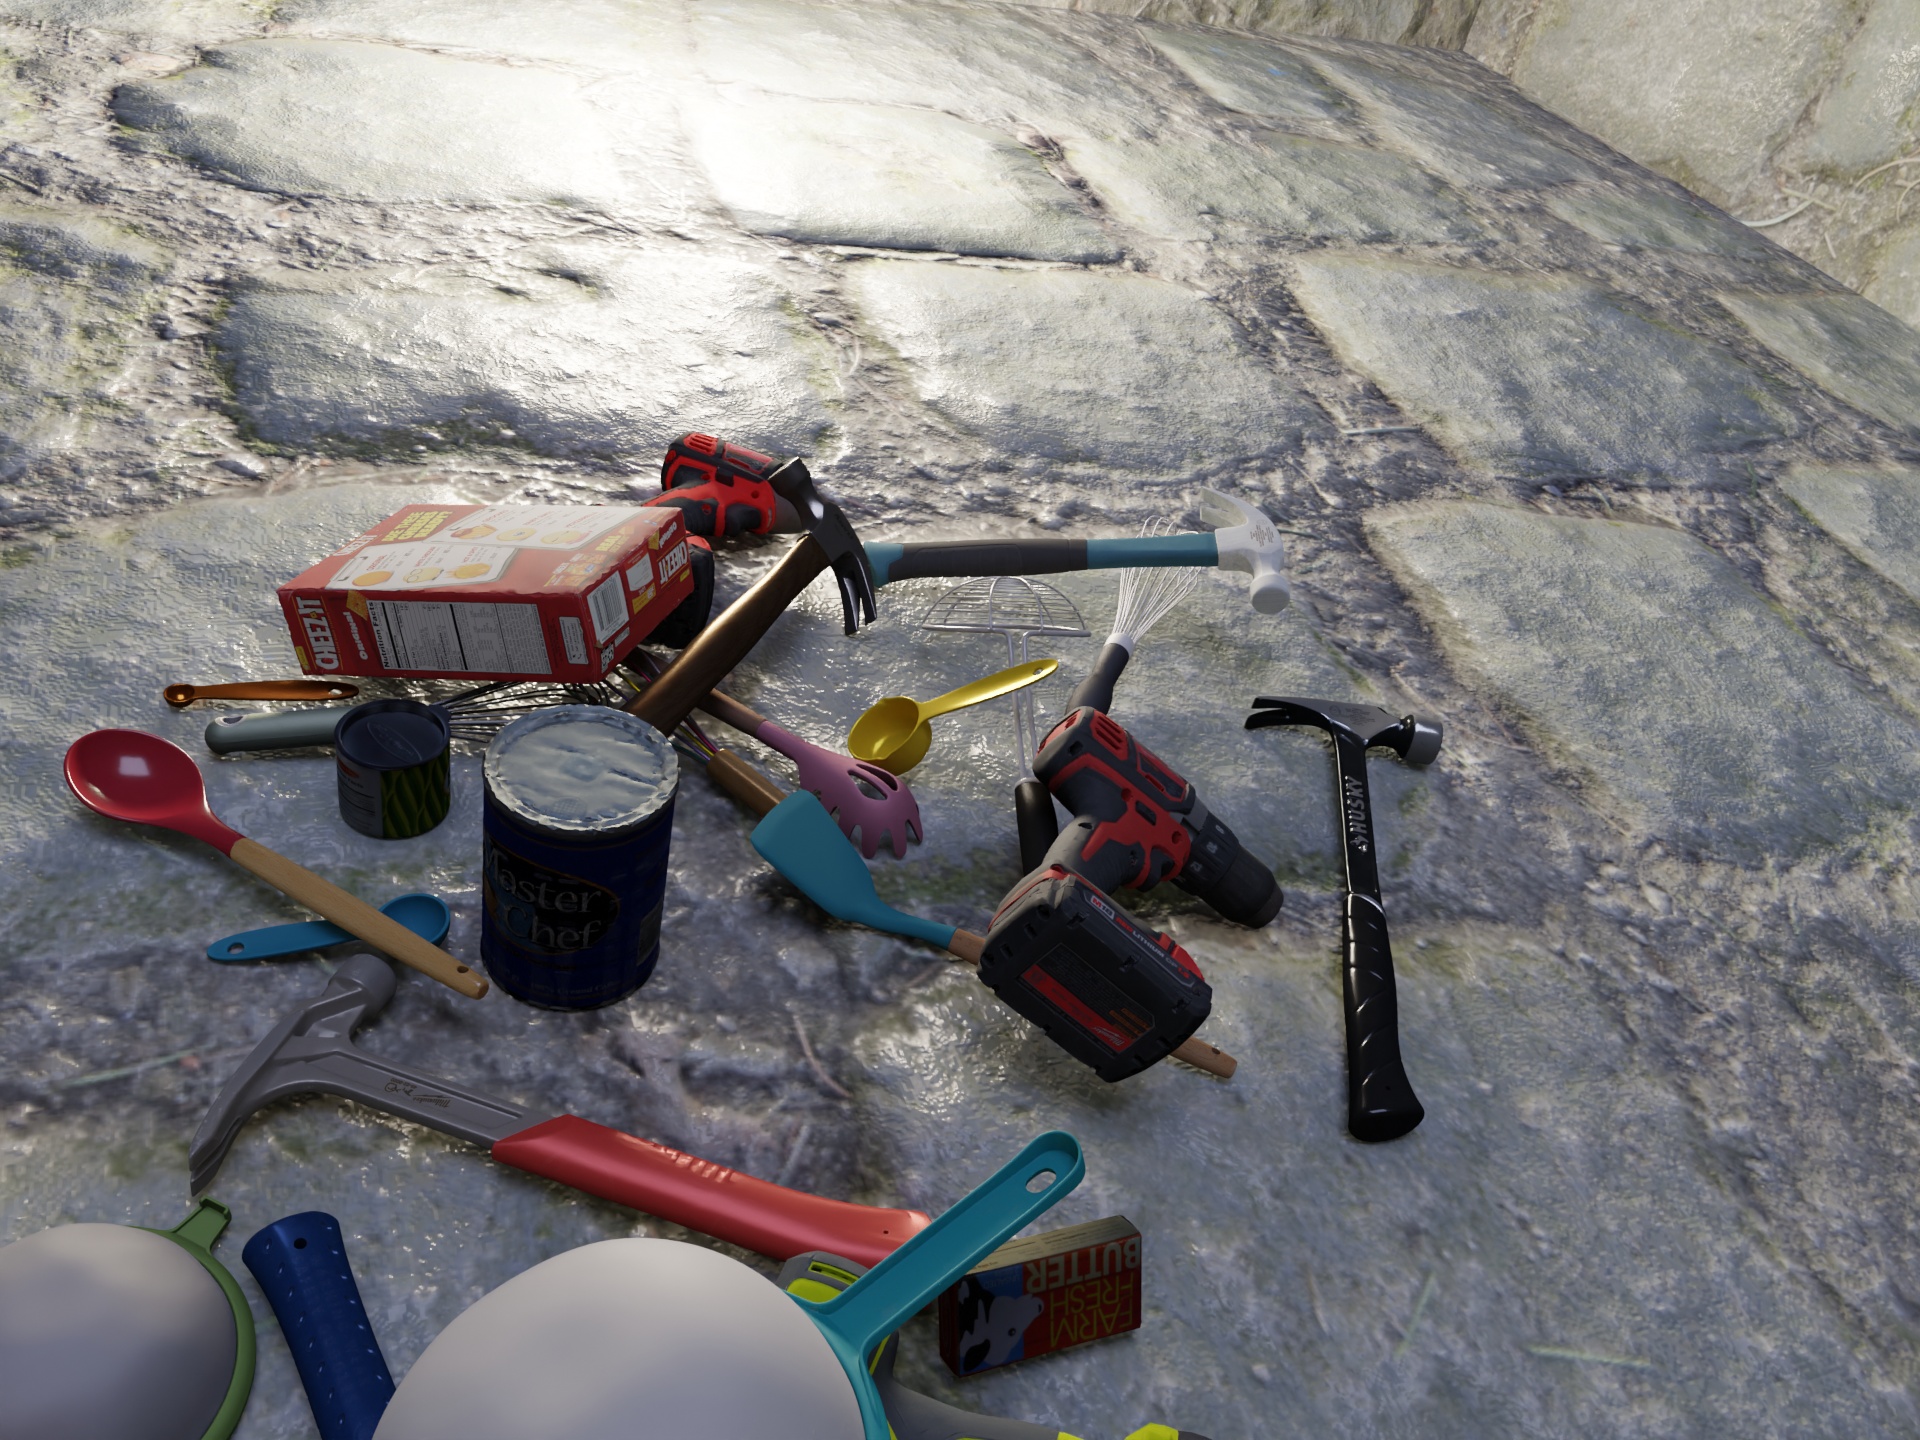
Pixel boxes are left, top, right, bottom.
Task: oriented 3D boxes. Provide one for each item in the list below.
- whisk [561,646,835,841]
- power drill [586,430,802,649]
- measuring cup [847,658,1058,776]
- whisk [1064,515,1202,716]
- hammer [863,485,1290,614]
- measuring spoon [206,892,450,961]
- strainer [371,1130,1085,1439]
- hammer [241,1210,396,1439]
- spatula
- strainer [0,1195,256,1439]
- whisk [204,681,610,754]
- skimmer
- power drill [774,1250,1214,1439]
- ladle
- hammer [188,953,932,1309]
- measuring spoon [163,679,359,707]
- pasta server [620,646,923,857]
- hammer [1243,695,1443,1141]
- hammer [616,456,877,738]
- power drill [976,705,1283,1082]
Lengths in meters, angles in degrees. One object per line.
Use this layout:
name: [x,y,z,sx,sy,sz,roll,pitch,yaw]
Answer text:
whisk: [-0.178,0.014,1.052,0.245,0.047,0.051,36,41,21]
power drill: [-0.198,-0.147,1.225,0.143,0.078,0.220,22,36,9]
measuring cup: [-0.002,-0.003,1.075,0.156,0.029,0.062,-21,40,14]
whisk: [0.135,-0.073,1.253,0.070,0.070,0.285,21,44,9]
hammer: [0.086,-0.130,1.255,0.331,0.033,0.128,-2,44,5]
measuring spoon: [-0.349,0.124,0.886,0.128,0.021,0.042,-7,42,-12]
strainer: [-0.086,0.240,0.615,0.340,0.095,0.211,-31,39,-26]
hammer: [-0.195,0.359,0.619,0.144,0.035,0.406,-15,46,-32]
spatula: [0.021,0.135,0.960,0.317,0.044,0.082,24,26,10]
strainer: [-0.424,0.264,0.639,0.256,0.069,0.152,-4,41,-24]
whisk: [-0.348,0.001,1.015,0.246,0.059,0.058,-5,21,-15]
skimmer: [0.042,0.021,1.100,0.127,0.090,0.364,2,45,-6]
power drill: [-0.006,0.342,0.669,0.223,0.080,0.171,18,44,11]
ladle: [-0.385,0.082,0.894,0.315,0.031,0.069,24,34,21]
hammer: [-0.183,0.225,0.788,0.359,0.036,0.149,18,35,5]
measuring spoon: [-0.452,-0.016,1.032,0.117,0.011,0.021,-2,39,-25]
pasta server: [-0.157,0.001,1.090,0.316,0.040,0.060,28,40,23]
hammer: [0.267,0.113,1.073,0.149,0.036,0.409,13,38,0]
hammer: [-0.146,-0.068,1.103,0.130,0.031,0.331,53,34,-14]
power drill: [0.111,0.107,0.948,0.188,0.080,0.227,39,32,-10]
